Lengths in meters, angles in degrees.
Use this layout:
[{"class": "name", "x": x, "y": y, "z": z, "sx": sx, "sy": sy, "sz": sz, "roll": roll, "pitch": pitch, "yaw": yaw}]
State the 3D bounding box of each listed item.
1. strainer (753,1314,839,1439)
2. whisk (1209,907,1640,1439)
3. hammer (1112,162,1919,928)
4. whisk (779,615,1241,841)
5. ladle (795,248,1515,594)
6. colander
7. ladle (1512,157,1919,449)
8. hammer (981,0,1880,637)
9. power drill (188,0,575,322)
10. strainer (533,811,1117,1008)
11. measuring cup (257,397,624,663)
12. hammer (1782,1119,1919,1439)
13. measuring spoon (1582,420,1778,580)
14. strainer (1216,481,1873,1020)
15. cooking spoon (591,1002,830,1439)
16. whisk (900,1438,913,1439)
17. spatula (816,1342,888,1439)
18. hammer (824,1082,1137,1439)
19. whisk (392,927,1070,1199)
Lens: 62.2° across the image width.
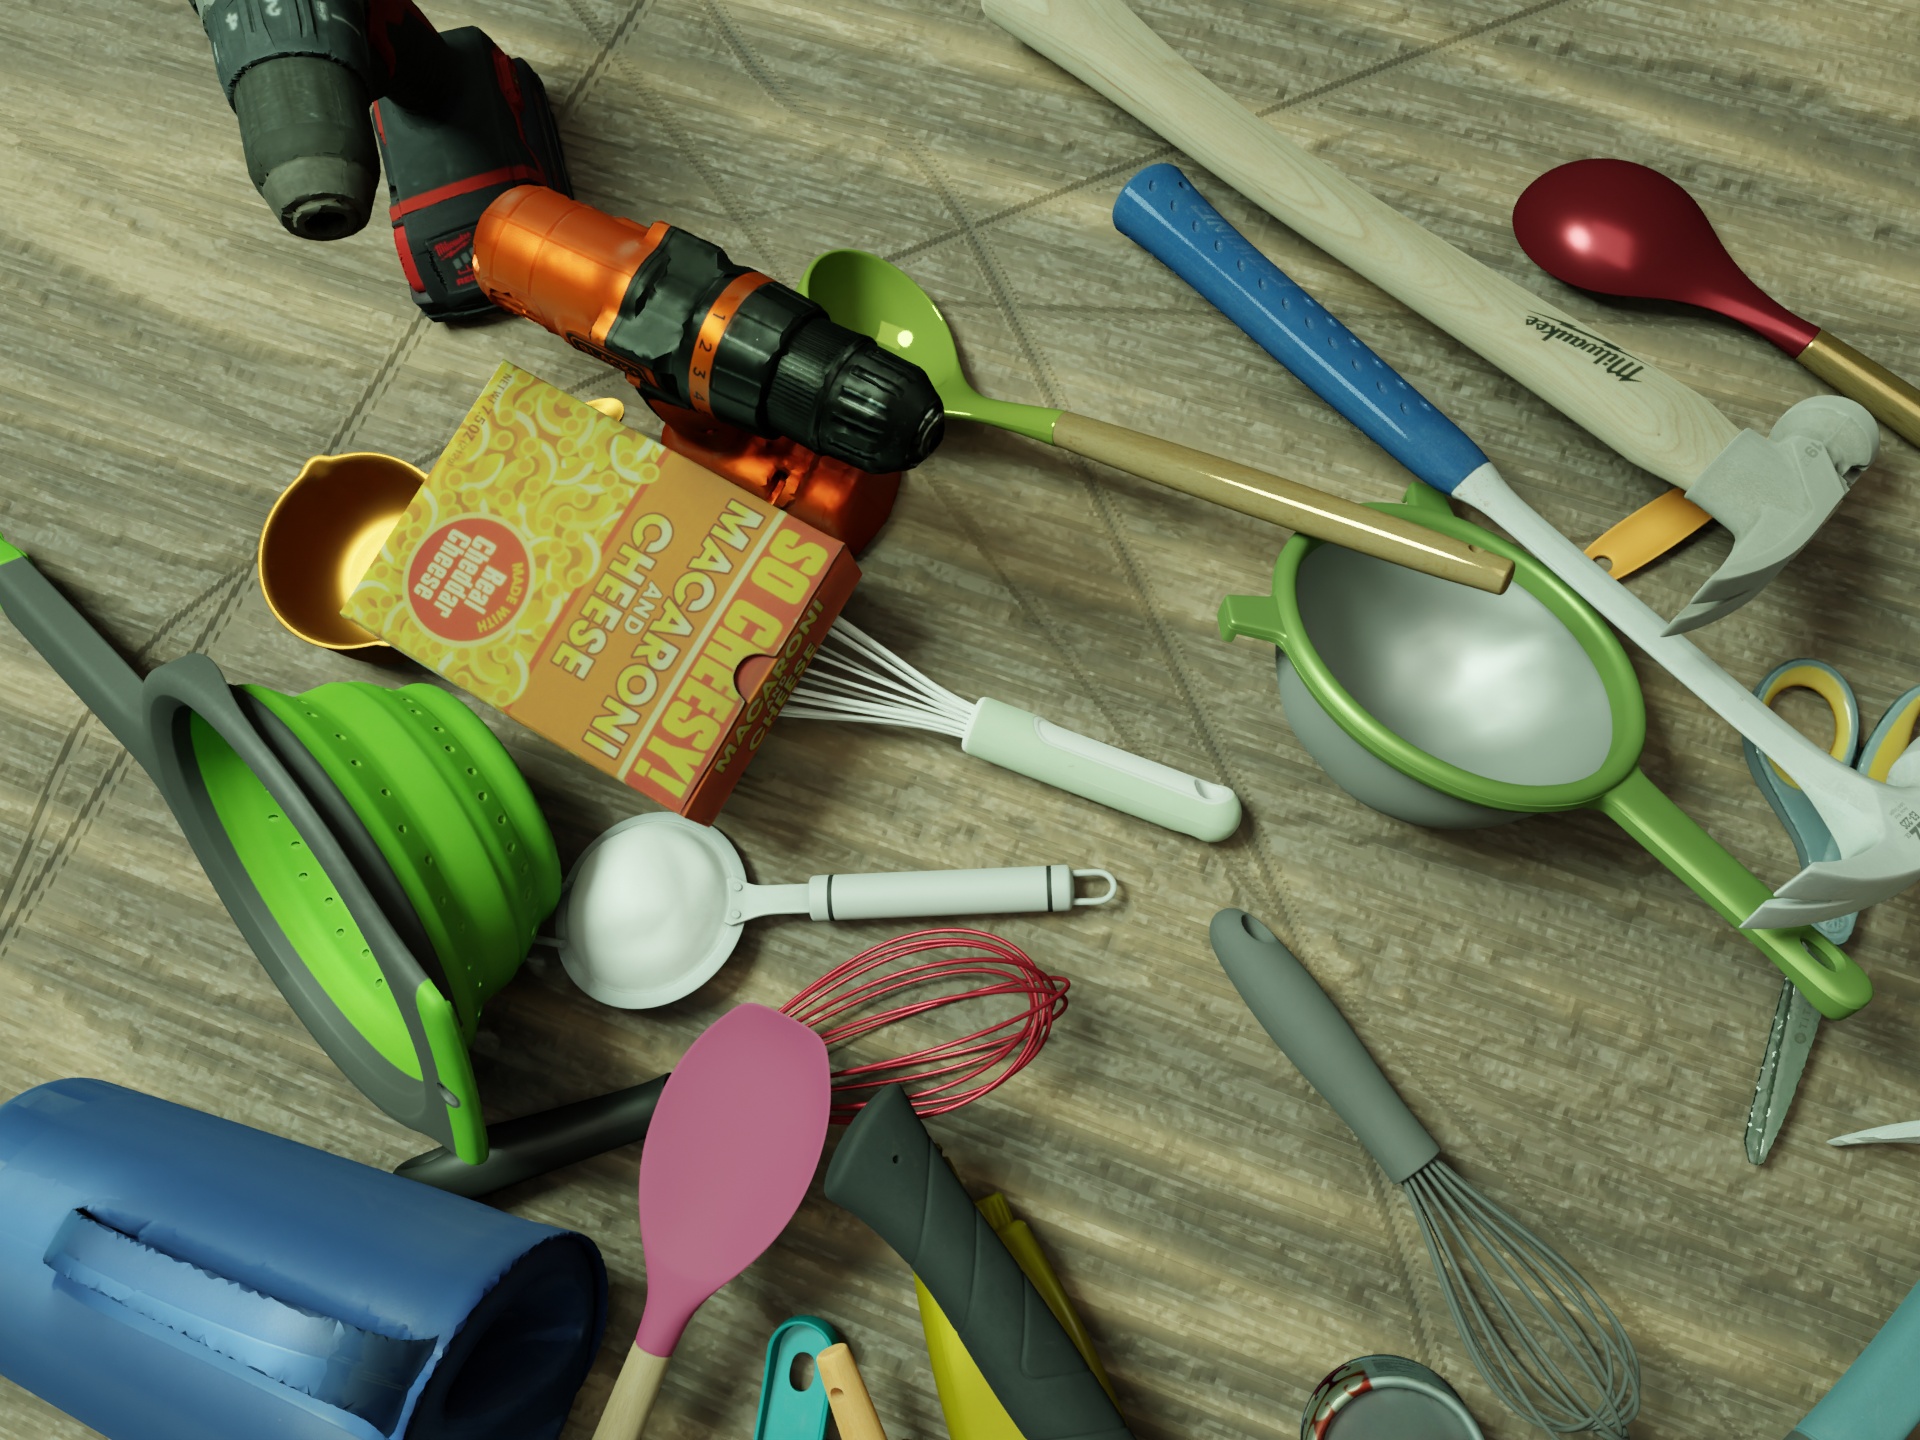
[{"class": "strainer", "x": -0.091, "y": 0.396, "z": 0.569, "sx": 0.211, "sy": 0.095, "sz": 0.340, "roll": 8, "pitch": 82, "yaw": 9}, {"class": "whisk", "x": 0.170, "y": 0.170, "z": 0.603, "sx": 0.055, "sy": 0.055, "sz": 0.239, "roll": -37, "pitch": 73, "yaw": 0}, {"class": "hammer", "x": 0.204, "y": -0.086, "z": 0.617, "sx": 0.144, "sy": 0.035, "sz": 0.406, "roll": -26, "pitch": 64, "yaw": -37}, {"class": "whisk", "x": -0.001, "y": -0.002, "z": 0.658, "sx": 0.246, "sy": 0.058, "sz": 0.059, "roll": 21, "pitch": 118, "yaw": 7}, {"class": "ladle", "x": 0.064, "y": -0.118, "z": 0.624, "sx": 0.320, "sy": 0.078, "sz": 0.062, "roll": 24, "pitch": 126, "yaw": 27}, {"class": "colander", "x": -0.284, "y": 0.010, "z": 0.667, "sx": 0.397, "sy": 0.204, "sz": 0.094, "roll": 36, "pitch": 51, "yaw": 27}, {"class": "ladle", "x": 0.362, "y": -0.135, "z": 0.640, "sx": 0.315, "sy": 0.031, "sz": 0.069, "roll": 40, "pitch": 77, "yaw": 12}, {"class": "hammer", "x": 0.160, "y": -0.192, "z": 0.640, "sx": 0.411, "sy": 0.038, "sz": 0.146, "roll": 41, "pitch": 54, "yaw": 17}, {"class": "power drill", "x": -0.229, "y": -0.242, "z": 0.638, "sx": 0.080, "sy": 0.226, "sz": 0.188, "roll": -17, "pitch": 78, "yaw": 4}, {"class": "strainer", "x": -0.065, "y": 0.072, "z": 0.656, "sx": 0.258, "sy": 0.050, "sz": 0.087, "roll": -3, "pitch": 65, "yaw": 4}, {"class": "measuring cup", "x": -0.218, "y": -0.089, "z": 0.699, "sx": 0.173, "sy": 0.052, "sz": 0.095, "roll": -29, "pitch": 77, "yaw": 0}, {"class": "hammer", "x": 0.292, "y": 0.267, "z": 0.548, "sx": 0.331, "sy": 0.033, "sz": 0.128, "roll": -41, "pitch": 76, "yaw": -12}, {"class": "measuring spoon", "x": 0.300, "y": -0.087, "z": 0.653, "sx": 0.117, "sy": 0.011, "sz": 0.021, "roll": -34, "pitch": 67, "yaw": 4}, {"class": "strainer", "x": 0.214, "y": 0.026, "z": 0.598, "sx": 0.151, "sy": 0.069, "sz": 0.256, "roll": -31, "pitch": 68, "yaw": -38}, {"class": "cooking spoon", "x": -0.124, "y": 0.258, "z": 0.595, "sx": 0.069, "sy": 0.017, "sz": 0.319, "roll": 22, "pitch": 90, "yaw": 19}, {"class": "whisk", "x": 0.052, "y": 0.370, "z": 0.583, "sx": 0.051, "sy": 0.047, "sz": 0.245, "roll": -41, "pitch": 74, "yaw": 0}, {"class": "spatula", "x": 0.008, "y": 0.384, "z": 0.571, "sx": 0.081, "sy": 0.041, "sz": 0.323, "roll": -23, "pitch": 85, "yaw": 22}, {"class": "hammer", "x": 0.085, "y": 0.302, "z": 0.552, "sx": 0.149, "sy": 0.036, "sz": 0.409, "roll": -33, "pitch": 81, "yaw": -24}, {"class": "whisk", "x": -0.097, "y": 0.147, "z": 0.637, "sx": 0.296, "sy": 0.073, "sz": 0.073, "roll": -19, "pitch": 78, "yaw": 9}]
